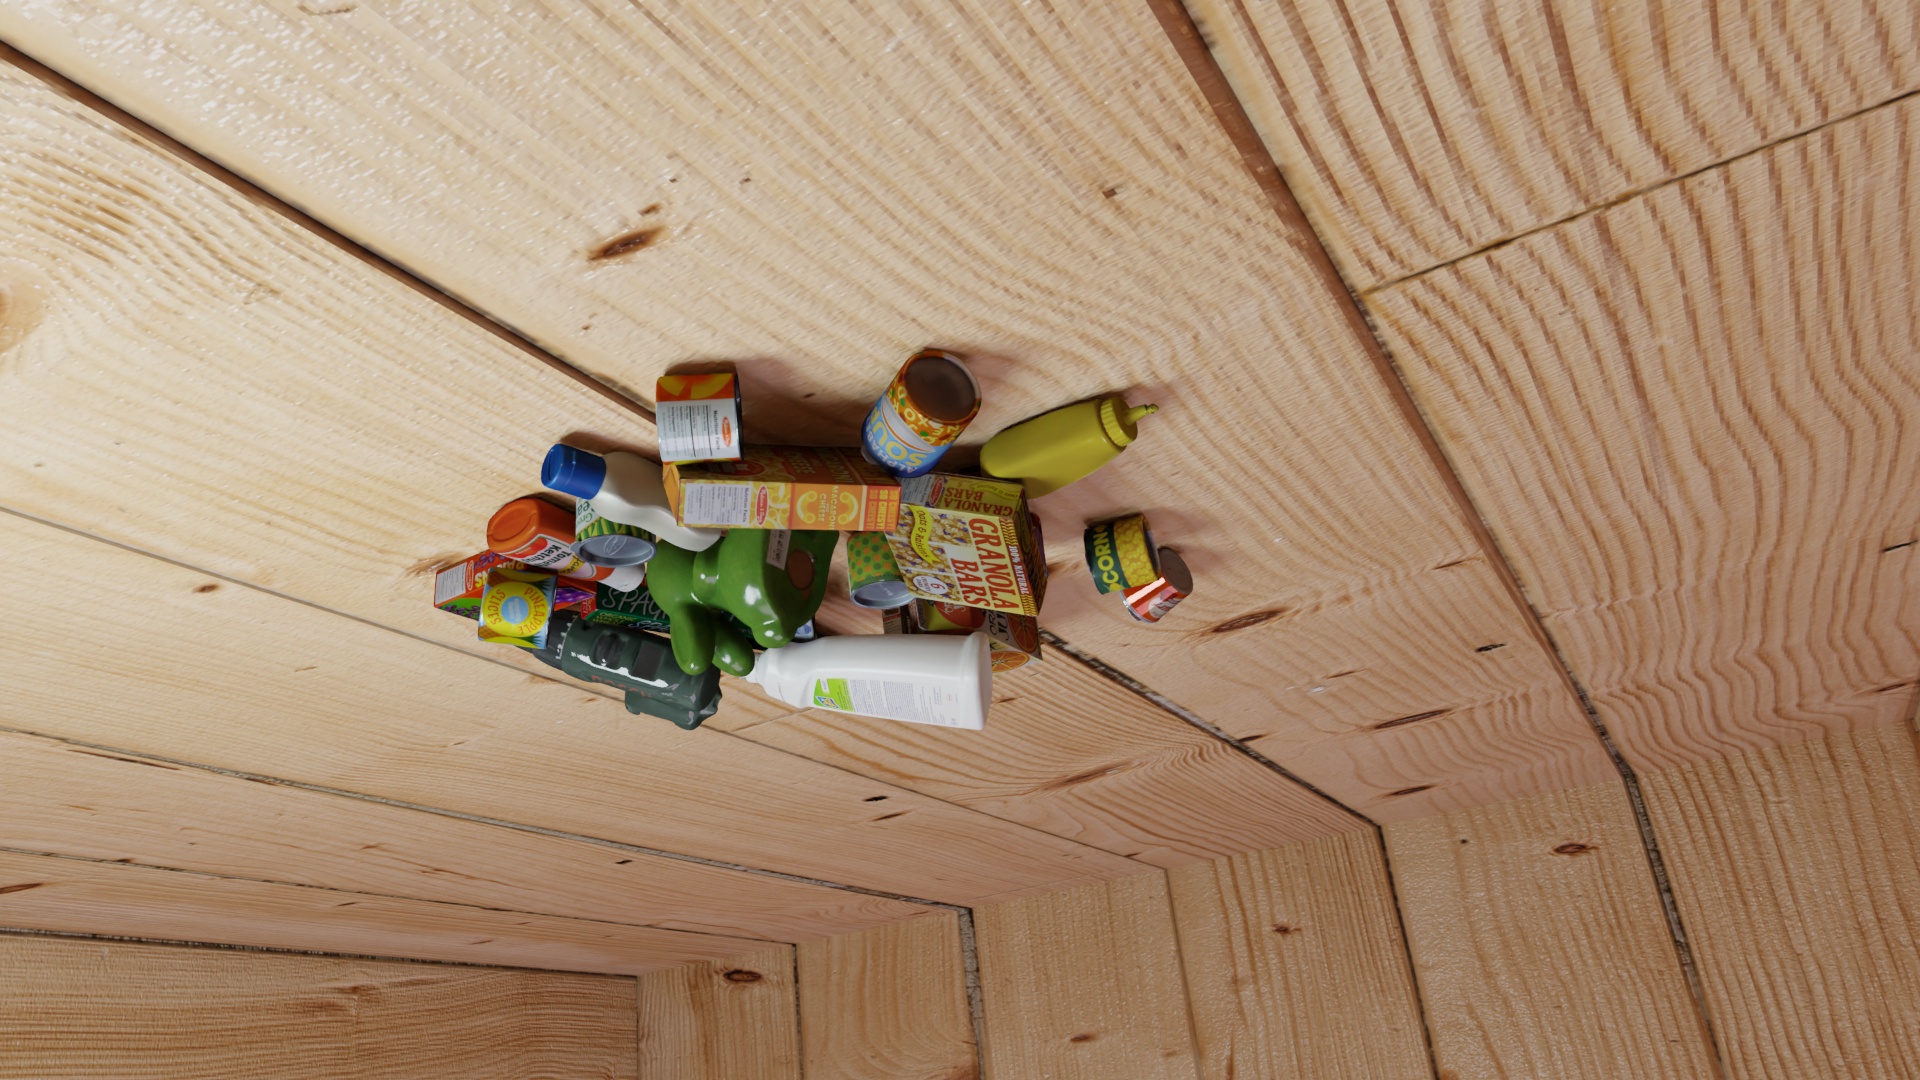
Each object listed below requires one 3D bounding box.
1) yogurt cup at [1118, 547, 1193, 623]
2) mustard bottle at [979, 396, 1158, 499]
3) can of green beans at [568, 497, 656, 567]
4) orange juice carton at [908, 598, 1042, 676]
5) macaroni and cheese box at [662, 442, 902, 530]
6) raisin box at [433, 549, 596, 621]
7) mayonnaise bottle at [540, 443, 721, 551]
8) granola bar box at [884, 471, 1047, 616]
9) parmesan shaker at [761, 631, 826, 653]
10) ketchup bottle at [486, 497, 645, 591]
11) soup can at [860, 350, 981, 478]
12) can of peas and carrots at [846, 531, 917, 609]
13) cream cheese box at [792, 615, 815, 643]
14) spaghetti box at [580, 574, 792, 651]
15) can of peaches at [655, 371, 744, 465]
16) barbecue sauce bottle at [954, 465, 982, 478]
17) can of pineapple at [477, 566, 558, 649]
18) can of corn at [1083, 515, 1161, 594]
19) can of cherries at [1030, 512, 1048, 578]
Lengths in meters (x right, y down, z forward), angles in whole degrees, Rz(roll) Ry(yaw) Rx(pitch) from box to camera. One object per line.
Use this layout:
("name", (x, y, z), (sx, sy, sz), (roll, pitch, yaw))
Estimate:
("yogurt cup", (0.201, 0.043, 1.420), (0.072, 0.072, 0.053), (17, 139, -42))
("mustard bottle", (0.093, -0.081, 1.130), (0.160, 0.049, 0.065), (-22, 148, 30))
("can of green beans", (-0.288, -0.016, 1.163), (0.071, 0.058, 0.071), (-6, 156, -2))
("orange juice carton", (0.005, 0.081, 1.440), (0.073, 0.072, 0.192), (-20, 153, 26))
("macaroni and cheese box", (-0.141, -0.043, 1.080), (0.167, 0.040, 0.124), (2, -163, -17))
("raisin box", (-0.409, 0.039, 1.280), (0.123, 0.040, 0.086), (-20, 152, 25))
("mayonnaise bottle", (-0.262, -0.039, 1.119), (0.148, 0.065, 0.041), (20, 140, -39))
("granola bar box", (0.003, 0.002, 1.200), (0.124, 0.039, 0.164), (8, 151, 16))
("parmesan shaker", (-0.160, 0.134, 1.524), (0.071, 0.071, 0.103), (-16, 154, 21))
("ketchup bottle", (-0.340, 0.007, 1.221), (0.064, 0.044, 0.148), (-22, 153, 23))
("soup can", (-0.032, -0.093, 1.045), (0.071, 0.071, 0.083), (5, 153, -24))
("can of peas and carrots", (-0.071, 0.025, 1.312), (0.071, 0.059, 0.070), (-6, 156, -3))
("cream cheese box", (-0.159, 0.064, 1.383), (0.024, 0.053, 0.103), (-1, 155, -2))
("spaghetti box", (-0.257, 0.072, 1.379), (0.250, 0.050, 0.028), (14, 146, -39))
("can of peaches", (-0.191, -0.090, 1.019), (0.058, 0.071, 0.071), (-4, 156, -6))
("barbecue sauce bottle", (0.004, -0.016, 1.258), (0.065, 0.044, 0.148), (9, 153, -14))
("can of pineapple", (-0.382, 0.058, 1.200), (0.058, 0.071, 0.070), (9, 153, -14))
("can of corn", (0.155, 0.014, 1.334), (0.058, 0.071, 0.071), (-15, 154, 16))
("can of cherries", (0.047, 0.010, 1.309), (0.071, 0.058, 0.071), (-5, 156, -2))
